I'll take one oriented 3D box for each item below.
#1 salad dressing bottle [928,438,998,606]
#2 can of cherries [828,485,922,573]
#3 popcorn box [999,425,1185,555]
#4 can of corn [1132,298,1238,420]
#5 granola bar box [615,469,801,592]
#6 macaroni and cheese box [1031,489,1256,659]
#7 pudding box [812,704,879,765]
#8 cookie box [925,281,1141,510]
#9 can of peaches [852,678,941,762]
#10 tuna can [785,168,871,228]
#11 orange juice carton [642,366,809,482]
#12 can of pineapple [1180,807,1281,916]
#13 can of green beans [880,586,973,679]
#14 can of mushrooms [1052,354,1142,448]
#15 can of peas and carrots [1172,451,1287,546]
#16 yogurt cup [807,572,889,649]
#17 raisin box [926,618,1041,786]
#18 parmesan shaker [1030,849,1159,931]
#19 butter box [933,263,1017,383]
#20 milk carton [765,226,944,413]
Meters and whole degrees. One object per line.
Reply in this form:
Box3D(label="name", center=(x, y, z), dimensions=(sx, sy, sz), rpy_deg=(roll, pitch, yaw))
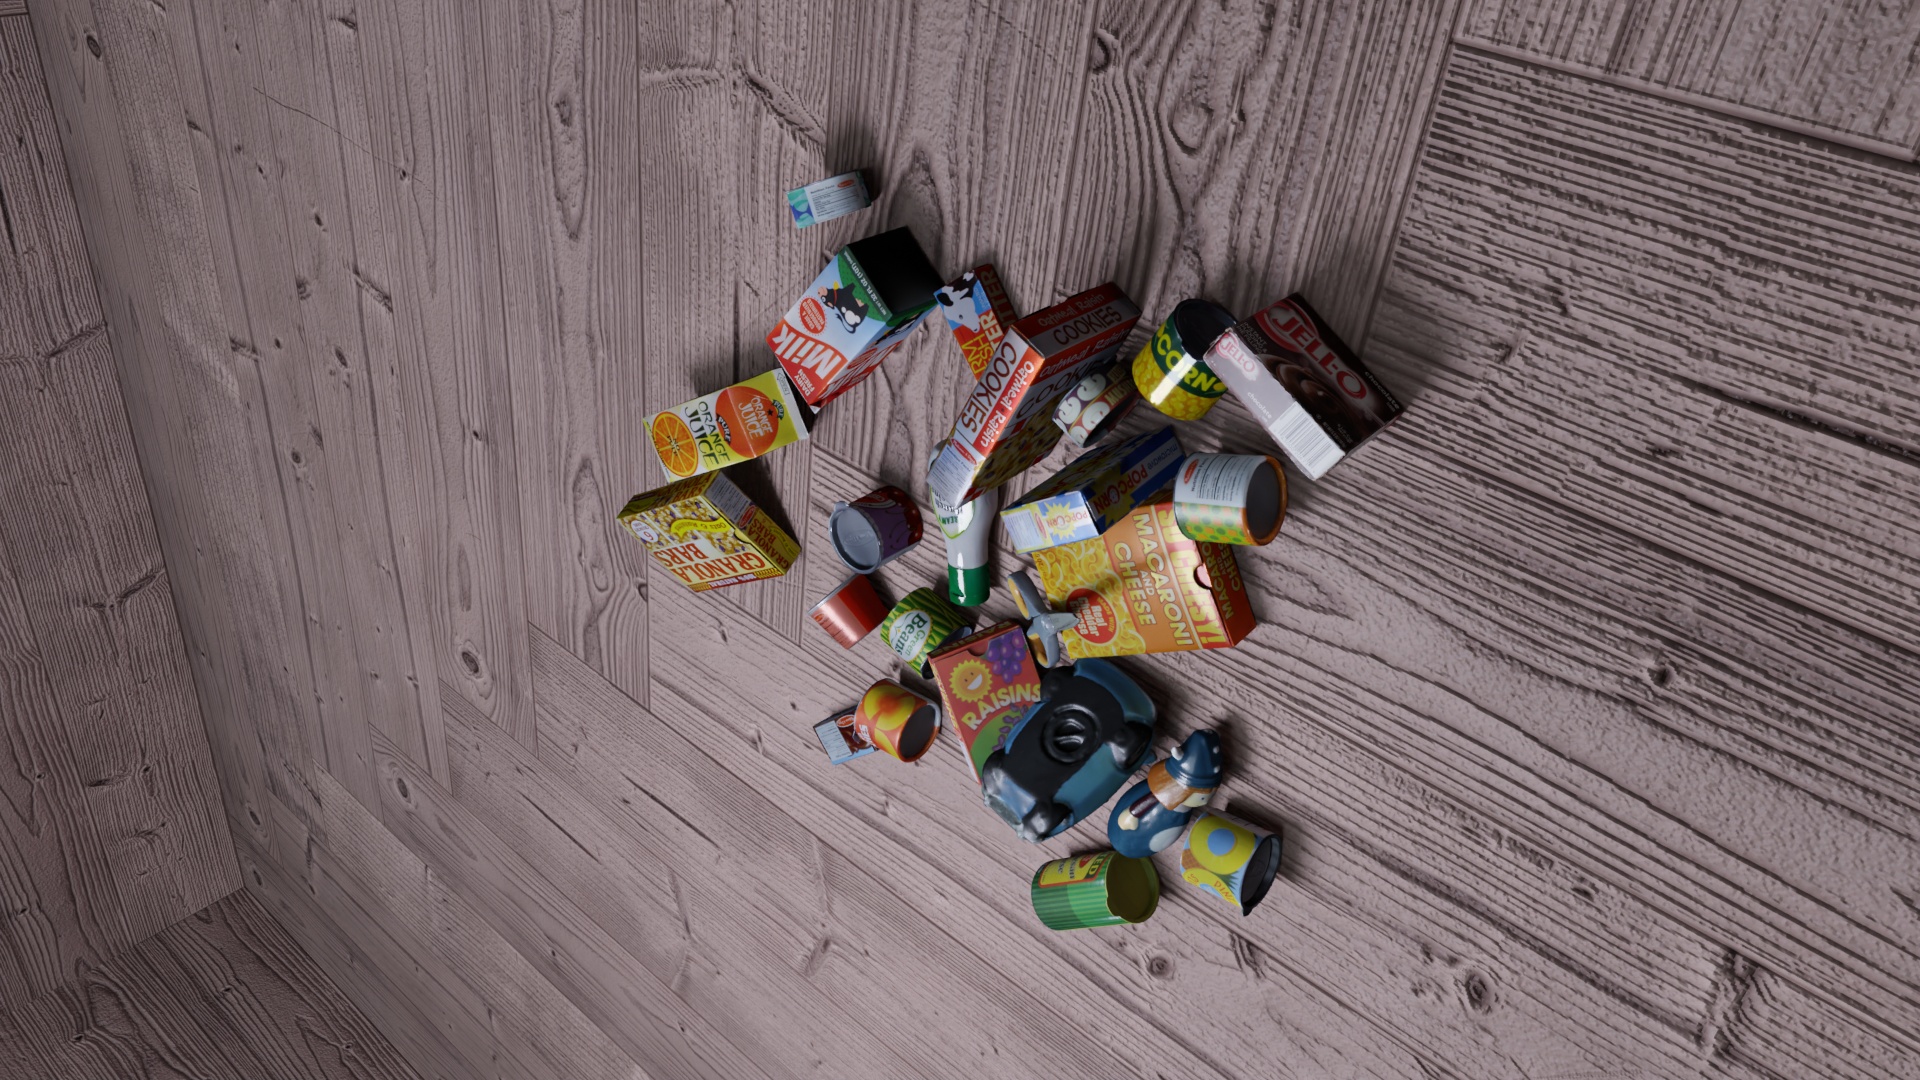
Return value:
Box3D(label="salad dressing bottle", center=(0.004, -0.015, 1.207), dimensions=(0.064, 0.044, 0.147), rpy_deg=(17, 122, 38))
Box3D(label="can of cherries", center=(-0.078, -0.013, 1.276), dimensions=(0.071, 0.059, 0.071), rpy_deg=(22, 126, 35))
Box3D(label="popcorn box", center=(0.101, -0.038, 1.042), dimensions=(0.085, 0.127, 0.038), rpy_deg=(-14, 106, 46))
Box3D(label="can of corn", center=(0.162, -0.126, 0.980), dimensions=(0.071, 0.071, 0.058), rpy_deg=(50, 137, 12))
Box3D(label="granola bar box", center=(-0.262, -0.006, 1.430), dimensions=(0.165, 0.039, 0.124), rpy_deg=(-11, 131, 46))
Box3D(label="macaroni and cheese box", center=(0.139, 0.029, 1.106), dimensions=(0.166, 0.040, 0.123), rpy_deg=(-10, 105, 46))
Box3D(label="pudding box", center=(-0.112, 0.200, 1.441), dimensions=(0.083, 0.030, 0.049), rpy_deg=(-27, 90, 47))
Box3D(label="cookie box", center=(0.053, -0.110, 1.052), dimensions=(0.040, 0.123, 0.166), rpy_deg=(46, 135, 14))
Box3D(label="can of peaches", center=(-0.062, 0.177, 1.353), dimensions=(0.058, 0.071, 0.071), rpy_deg=(22, 125, 32))
Box3D(label="tuna can", center=(-0.110, -0.285, 1.157), dimensions=(0.071, 0.071, 0.032), rpy_deg=(-3, 110, 44))
Box3D(label="orange juice carton", center=(-0.217, -0.114, 1.342), dimensions=(0.192, 0.073, 0.071), rpy_deg=(-11, 104, 45))
Box3D(label="can of pineapple", center=(0.220, 0.260, 1.132), dimensions=(0.058, 0.071, 0.070), rpy_deg=(19, 124, 36))
Box3D(label="can of green beans", center=(-0.031, 0.085, 1.277), dimensions=(0.058, 0.071, 0.071), rpy_deg=(41, 134, 20))
Box3D(label="can of mushrooms", center=(0.105, -0.104, 1.048), dimensions=(0.033, 0.071, 0.070), rpy_deg=(48, 136, 12))
Box3D(label="can of peas and carrots", center=(0.197, -0.029, 1.004), dimensions=(0.058, 0.071, 0.070), rpy_deg=(6, 115, 41))
Box3D(label="yogurt cup", center=(-0.106, 0.069, 1.343), dimensions=(0.054, 0.073, 0.072), rpy_deg=(51, 137, -2))
Box3D(label="raisin box", center=(0.031, 0.142, 1.232), dimensions=(0.040, 0.086, 0.123), rpy_deg=(-153, 42, -77))
Box3D(label="parmesan shaker", center=(0.119, 0.317, 1.255), dimensions=(0.102, 0.071, 0.071), rpy_deg=(-25, 94, 47))
Box3D(label="butter box", center=(0.023, -0.166, 1.124), dimensions=(0.053, 0.024, 0.103), rpy_deg=(-22, 95, 48))
Box3D(label="milk carton", center=(-0.101, -0.182, 1.196), dimensions=(0.189, 0.074, 0.072), rpy_deg=(-36, 85, 47))
